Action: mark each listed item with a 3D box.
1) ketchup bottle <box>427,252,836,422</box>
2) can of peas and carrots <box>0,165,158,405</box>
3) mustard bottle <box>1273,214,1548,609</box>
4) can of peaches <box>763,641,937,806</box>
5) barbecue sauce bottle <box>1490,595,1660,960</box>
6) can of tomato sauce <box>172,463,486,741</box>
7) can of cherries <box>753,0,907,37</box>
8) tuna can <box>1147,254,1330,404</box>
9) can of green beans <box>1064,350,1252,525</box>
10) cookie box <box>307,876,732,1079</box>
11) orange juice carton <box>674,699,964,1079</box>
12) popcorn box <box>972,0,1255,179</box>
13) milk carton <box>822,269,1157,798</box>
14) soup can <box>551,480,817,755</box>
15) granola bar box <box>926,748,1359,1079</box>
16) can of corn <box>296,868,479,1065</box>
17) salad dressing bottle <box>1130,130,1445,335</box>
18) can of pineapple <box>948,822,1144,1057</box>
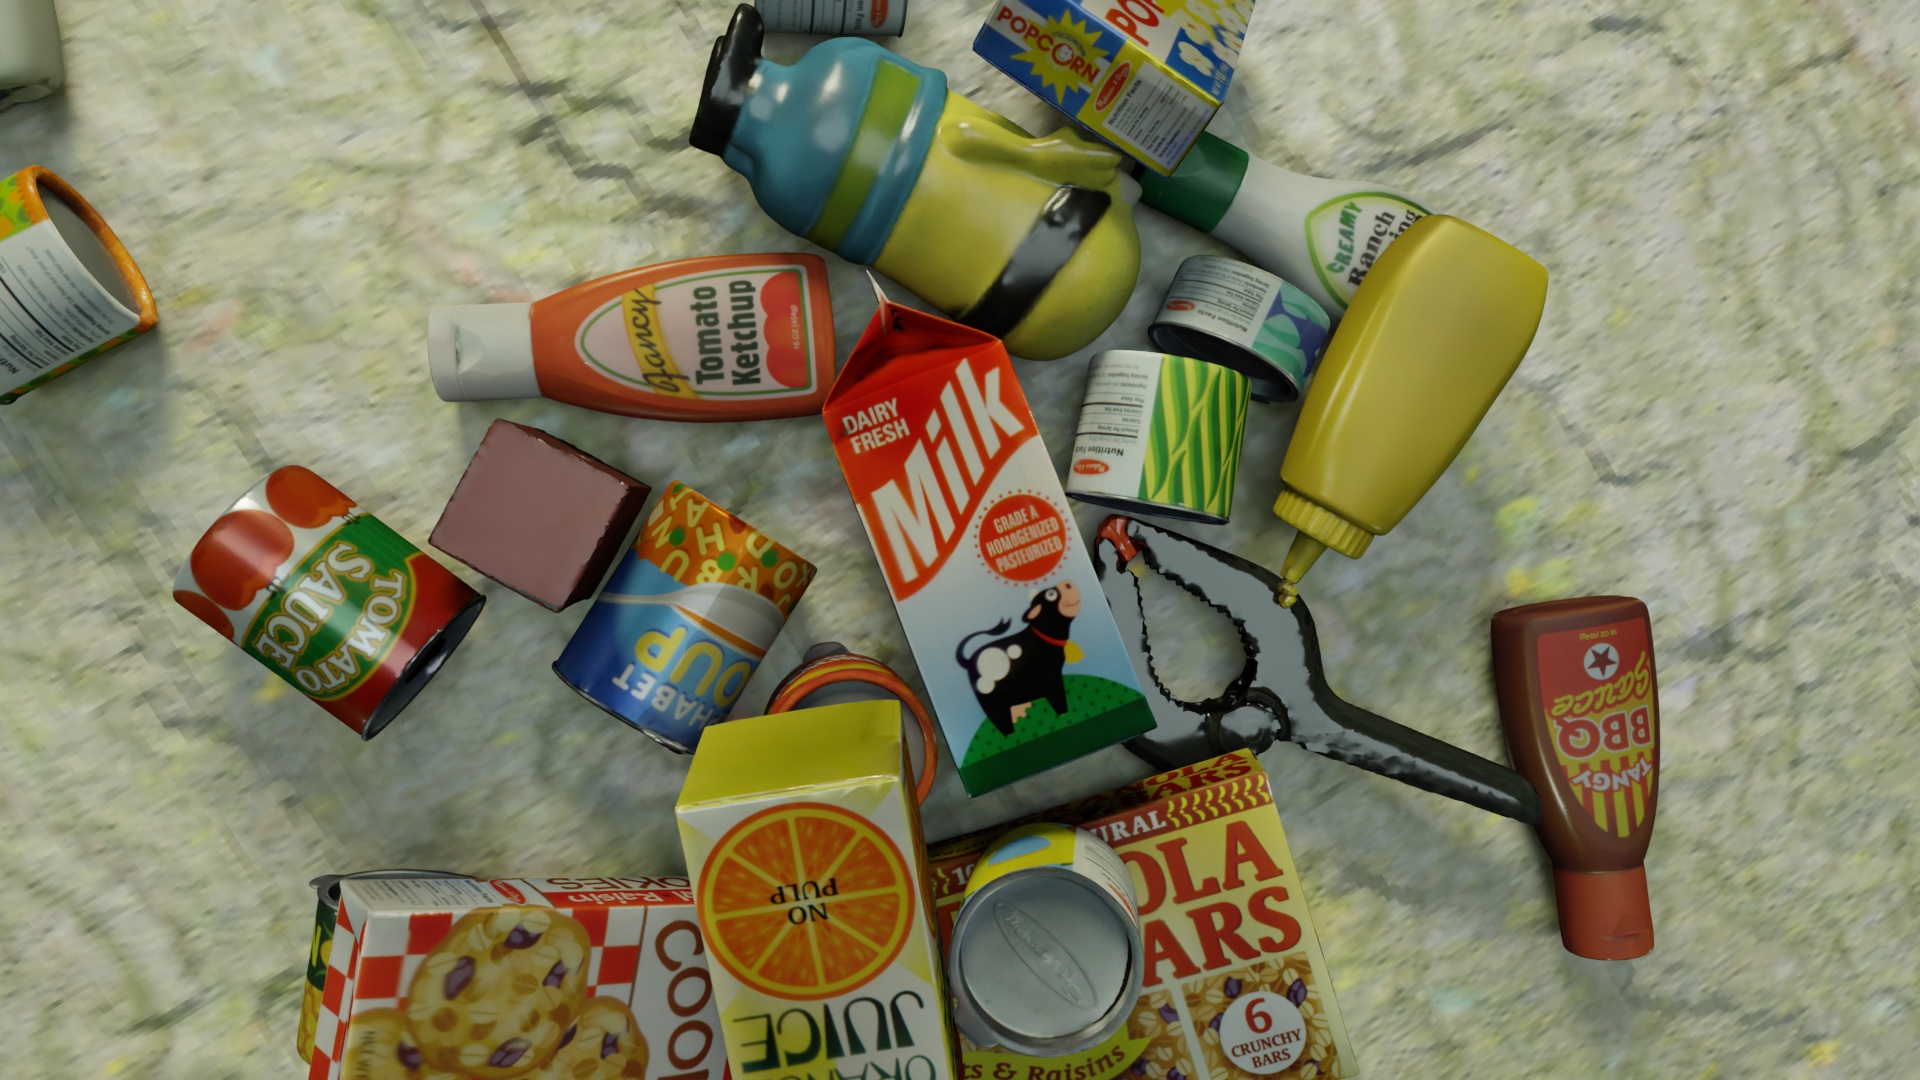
[{"bbox_3d":[-0.124,-0.075,0.534,0.149,0.043,0.064,-4,92,-8],"label":"ketchup bottle"},{"bbox_3d":[-0.334,-0.092,0.494,0.059,0.071,0.071,-31,95,-7],"label":"can of peas and carrots"},{"bbox_3d":[0.162,-0.045,0.541,0.065,0.049,0.160,29,99,-5],"label":"mustard bottle"},{"bbox_3d":[-0.045,0.077,0.538,0.071,0.058,0.071,0,91,-8],"label":"can of peaches"},{"bbox_3d":[0.267,0.100,0.591,0.065,0.043,0.148,-8,92,-9],"label":"barbecue sauce bottle"},{"bbox_3d":[-0.228,0.022,0.505,0.083,0.071,0.071,38,85,-6],"label":"can of tomato sauce"},{"bbox_3d":[-0.051,-0.231,0.535,0.058,0.071,0.071,-1,91,-7],"label":"can of cherries"},{"bbox_3d":[0.113,-0.084,0.559,0.071,0.071,0.033,27,86,-7],"label":"tuna can"},{"bbox_3d":[0.079,-0.040,0.552,0.071,0.071,0.058,11,89,-8],"label":"can of green beans"},{"bbox_3d":[-0.140,0.185,0.497,0.167,0.040,0.123,10,89,-38],"label":"cookie box"},{"bbox_3d":[-0.041,0.160,0.483,0.073,0.072,0.192,-9,103,0],"label":"orange juice carton"},{"bbox_3d":[0.062,-0.197,0.525,0.085,0.127,0.038,31,131,-7],"label":"popcorn box"},{"bbox_3d":[0.002,-0.007,0.525,0.073,0.072,0.190,-21,84,-2],"label":"milk carton"},{"bbox_3d":[-0.101,0.030,0.524,0.071,0.071,0.084,32,86,-7],"label":"soup can"},{"bbox_3d":[0.055,0.166,0.544,0.165,0.039,0.124,-18,93,6],"label":"granola bar box"},{"bbox_3d":[-0.207,0.158,0.511,0.071,0.071,0.058,8,90,-8],"label":"can of corn"},{"bbox_3d":[0.142,-0.127,0.572,0.148,0.044,0.064,24,90,-7],"label":"salad dressing bottle"},{"bbox_3d":[0.029,0.140,0.494,0.071,0.058,0.071,0,94,5],"label":"can of pineapple"}]
